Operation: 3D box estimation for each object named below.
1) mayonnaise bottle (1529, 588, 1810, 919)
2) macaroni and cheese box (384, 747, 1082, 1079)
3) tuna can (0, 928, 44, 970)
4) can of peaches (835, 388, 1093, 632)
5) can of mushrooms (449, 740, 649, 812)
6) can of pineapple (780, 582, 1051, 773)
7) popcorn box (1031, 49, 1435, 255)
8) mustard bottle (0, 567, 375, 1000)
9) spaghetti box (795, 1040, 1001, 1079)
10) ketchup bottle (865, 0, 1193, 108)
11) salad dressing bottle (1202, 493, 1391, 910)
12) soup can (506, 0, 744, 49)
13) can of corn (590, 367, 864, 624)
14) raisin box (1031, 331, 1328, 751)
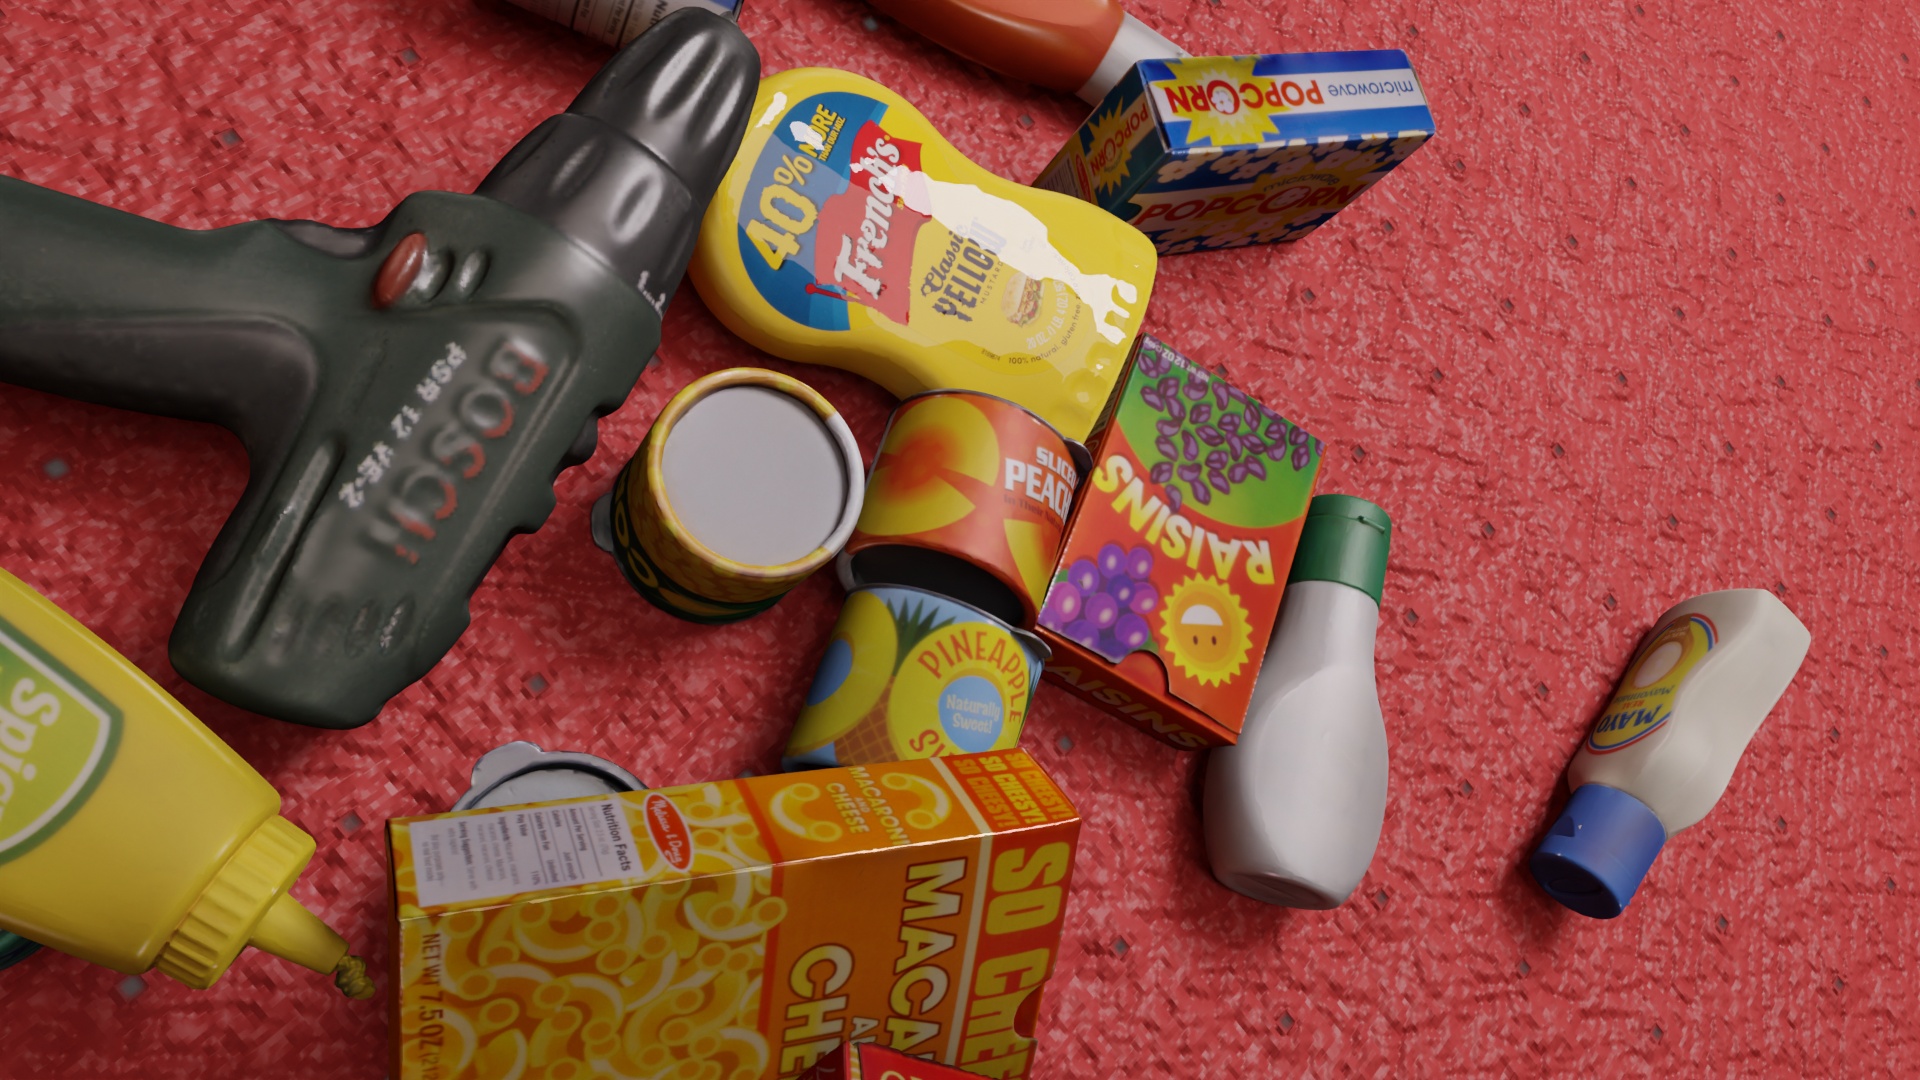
[{"bbox_3d":[0.277,0.082,0.551,0.041,0.064,0.149,46,65,-2],"label":"mayonnaise bottle"},{"bbox_3d":[-0.058,0.123,0.360,0.167,0.040,0.123,-2,116,-25],"label":"macaroni and cheese box"},{"bbox_3d":[-0.244,0.074,0.331,0.071,0.032,0.071,7,71,-22],"label":"tuna can"},{"bbox_3d":[0.002,-0.006,0.442,0.071,0.071,0.058,28,59,-15],"label":"can of peaches"},{"bbox_3d":[-0.114,0.091,0.385,0.071,0.033,0.071,7,72,-22],"label":"can of mushrooms"},{"bbox_3d":[-0.013,0.053,0.422,0.071,0.070,0.058,27,66,-15],"label":"can of pineapple"},{"bbox_3d":[0.102,-0.144,0.525,0.127,0.085,0.038,-12,79,-26],"label":"popcorn box"},{"bbox_3d":[-0.198,0.056,0.309,0.160,0.048,0.065,35,64,-11],"label":"mustard bottle"},{"bbox_3d":[0.059,0.193,0.388,0.250,0.028,0.050,28,33,-32],"label":"spaghetti box"},{"bbox_3d":[0.022,-0.207,0.531,0.149,0.043,0.065,28,66,-15],"label":"ketchup bottle"},{"bbox_3d":[0.127,0.055,0.500,0.064,0.044,0.148,25,65,-16],"label":"salad dressing bottle"},{"bbox_3d":[-0.110,-0.199,0.456,0.084,0.071,0.071,19,68,-18],"label":"soup can"},{"bbox_3d":[-0.071,-0.012,0.421,0.071,0.058,0.071,7,72,-23],"label":"can of corn"},{"bbox_3d":[0.073,0.001,0.494,0.086,0.040,0.124,30,65,-15],"label":"raisin box"}]
